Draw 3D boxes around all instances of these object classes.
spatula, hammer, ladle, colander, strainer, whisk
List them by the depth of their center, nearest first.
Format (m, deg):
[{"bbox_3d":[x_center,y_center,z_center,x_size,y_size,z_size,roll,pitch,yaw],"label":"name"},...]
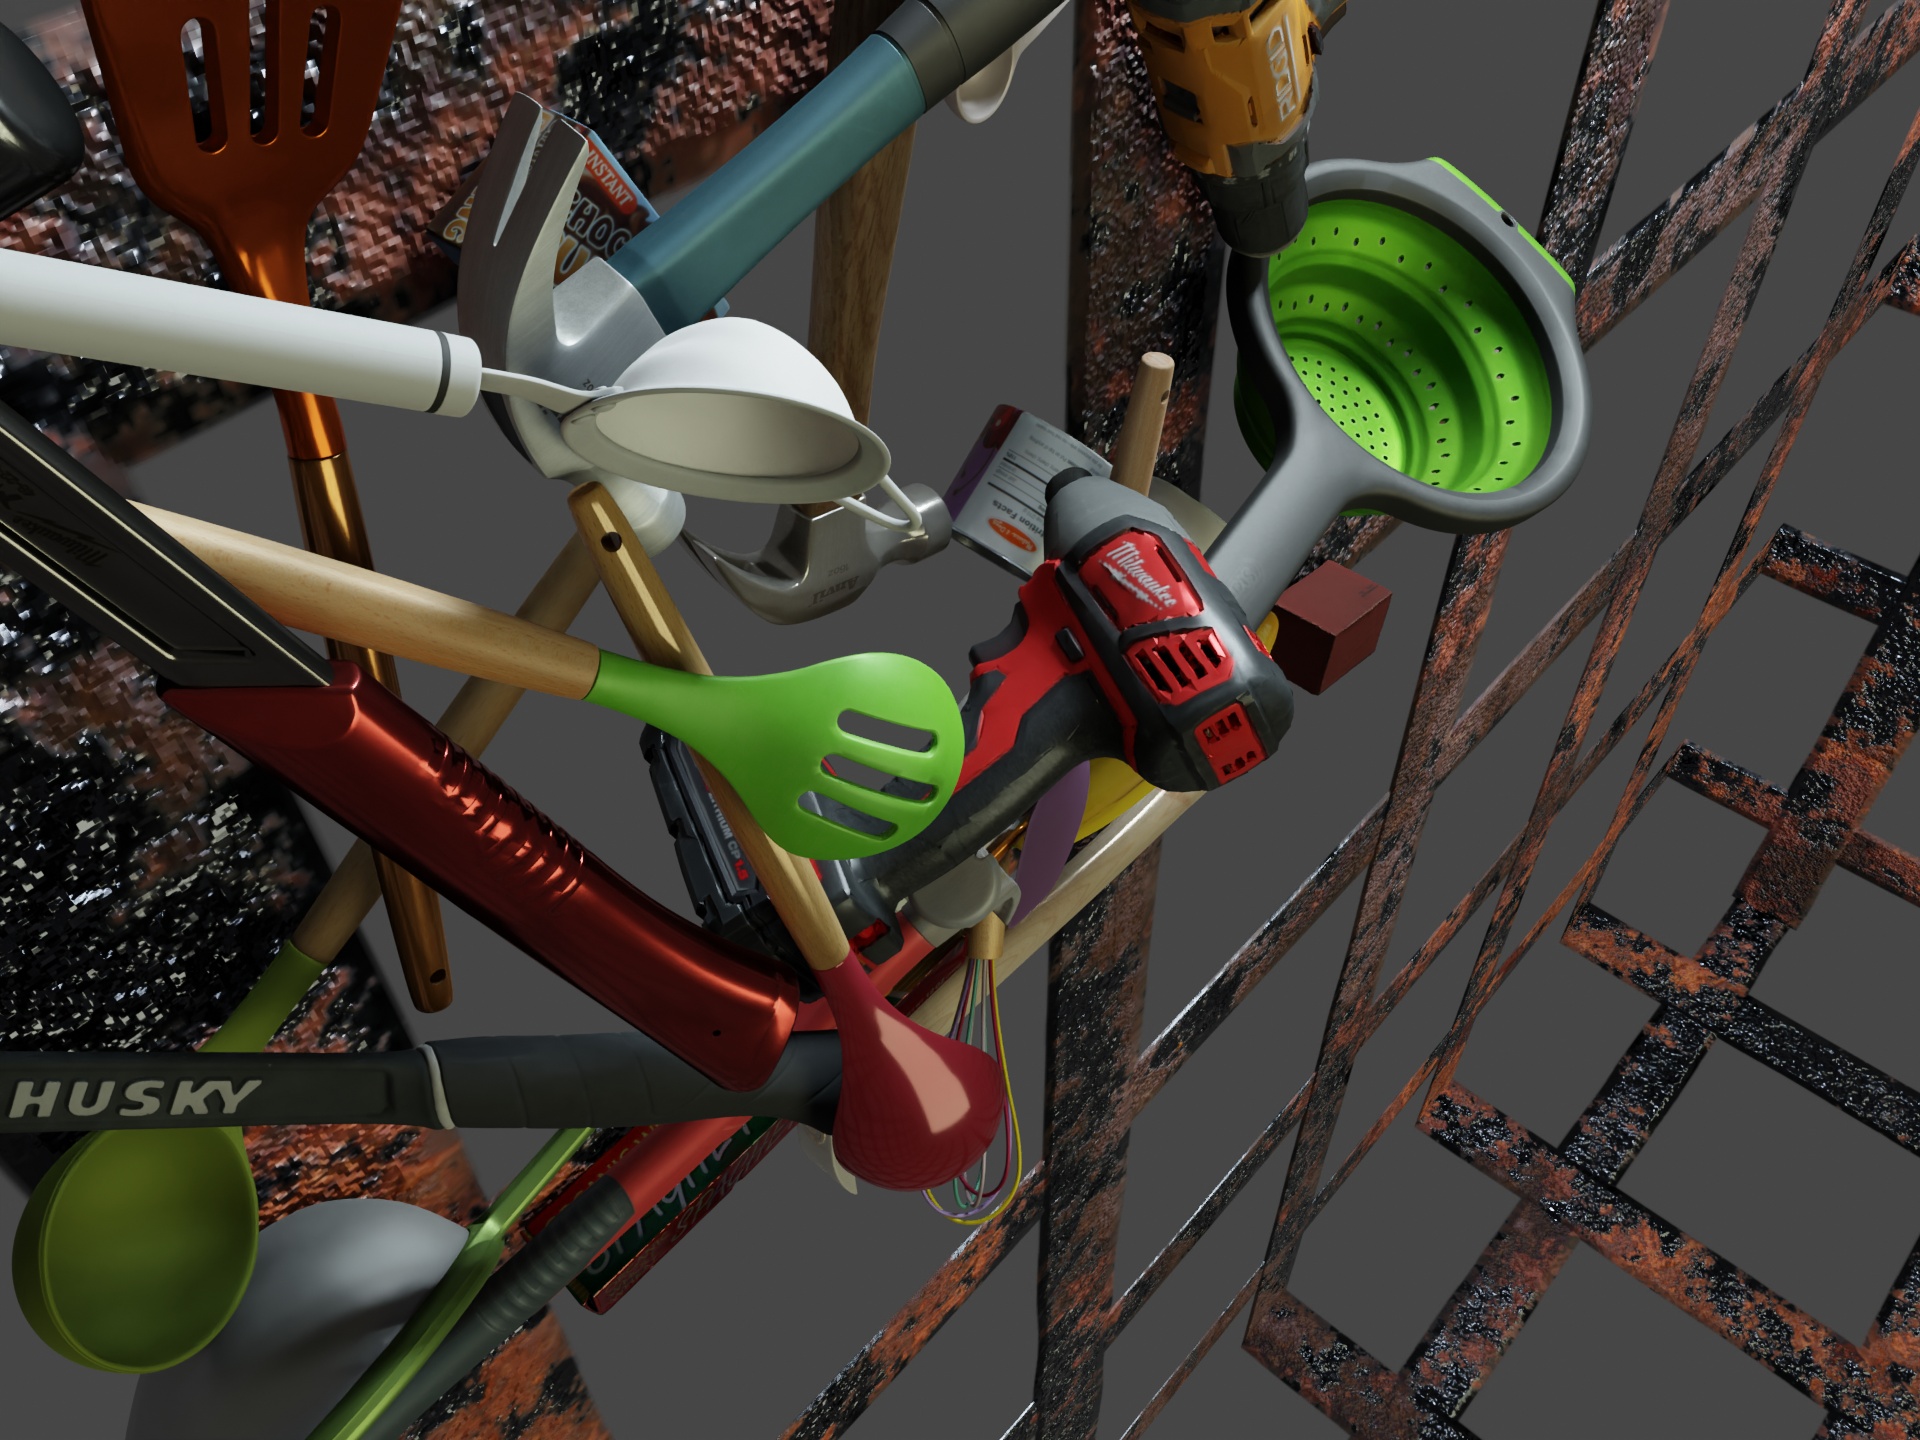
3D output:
[{"bbox_3d":[-0.113,-0.083,0.377,0.258,0.087,0.050,2,82,-39],"label":"strainer"},{"bbox_3d":[-0.153,0.015,0.391,0.149,0.037,0.358,-28,138,9],"label":"hammer"},{"bbox_3d":[-0.162,-0.046,0.423,0.081,0.041,0.322,-30,131,-41],"label":"spatula"},{"bbox_3d":[-0.008,-0.193,0.456,0.331,0.033,0.128,-45,150,-8],"label":"hammer"},{"bbox_3d":[-0.174,0.104,0.474,0.408,0.036,0.149,11,105,-44],"label":"hammer"},{"bbox_3d":[-0.186,0.057,0.507,0.320,0.062,0.078,-57,145,-7],"label":"ladle"},{"bbox_3d":[-0.035,-0.167,0.518,0.130,0.031,0.331,-31,146,-38],"label":"hammer"},{"bbox_3d":[-0.052,0.058,0.522,0.069,0.031,0.315,-28,123,-8],"label":"ladle"},{"bbox_3d":[-0.201,0.179,0.565,0.256,0.069,0.151,-48,-174,-16],"label":"strainer"},{"bbox_3d":[-0.127,0.190,0.678,0.386,0.038,0.143,-42,169,-3],"label":"hammer"},{"bbox_3d":[0.057,-0.022,0.709,0.060,0.018,0.315,-39,150,-40],"label":"spatula"},{"bbox_3d":[0.162,-0.117,0.757,0.397,0.204,0.094,-50,-176,-32],"label":"colander"},{"bbox_3d":[0.014,0.146,0.839,0.051,0.047,0.245,-1,96,-57],"label":"whisk"},{"bbox_3d":[0.057,0.115,0.964,0.411,0.038,0.146,-38,148,-32],"label":"hammer"}]

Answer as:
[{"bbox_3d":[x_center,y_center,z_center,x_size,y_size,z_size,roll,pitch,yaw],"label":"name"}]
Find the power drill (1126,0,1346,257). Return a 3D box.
[{"bbox_3d":[0.164,-0.314,0.655,0.226,0.084,0.185,-50,153,-4],"label":"power drill"}]

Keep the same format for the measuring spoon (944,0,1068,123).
[{"bbox_3d":[0.027,-0.261,0.565,0.124,0.018,0.034,-55,156,-18],"label":"measuring spoon"}]

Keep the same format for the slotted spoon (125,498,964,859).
[{"bbox_3d":[-0.123,-0.017,0.420,0.313,0.031,0.070,18,103,-32],"label":"slotted spoon"}]

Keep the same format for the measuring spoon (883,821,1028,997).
[{"bbox_3d":[-0.005,0.094,0.771,0.117,0.011,0.021,-46,170,1],"label":"measuring spoon"}]

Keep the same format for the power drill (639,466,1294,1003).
[{"bbox_3d":[-0.001,-0.002,0.597,0.219,0.143,0.078,-30,145,6],"label":"power drill"}]
